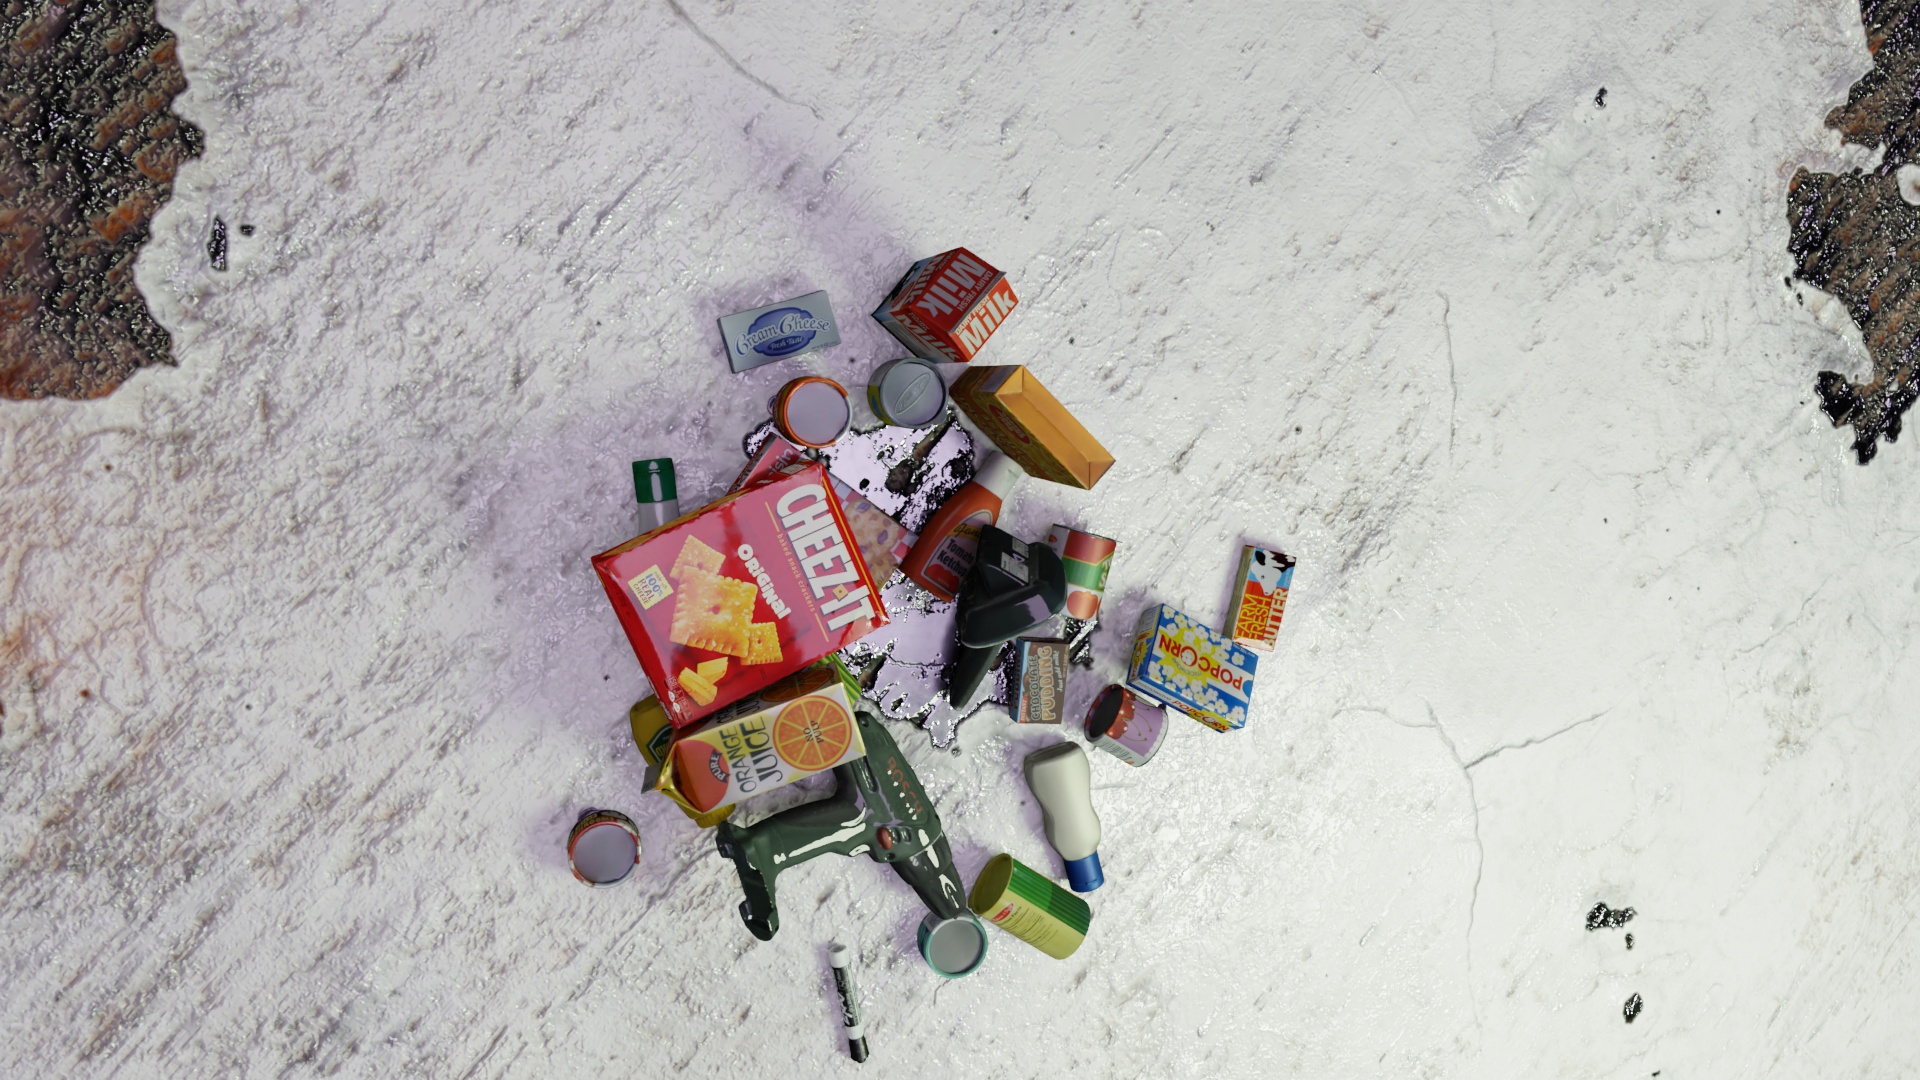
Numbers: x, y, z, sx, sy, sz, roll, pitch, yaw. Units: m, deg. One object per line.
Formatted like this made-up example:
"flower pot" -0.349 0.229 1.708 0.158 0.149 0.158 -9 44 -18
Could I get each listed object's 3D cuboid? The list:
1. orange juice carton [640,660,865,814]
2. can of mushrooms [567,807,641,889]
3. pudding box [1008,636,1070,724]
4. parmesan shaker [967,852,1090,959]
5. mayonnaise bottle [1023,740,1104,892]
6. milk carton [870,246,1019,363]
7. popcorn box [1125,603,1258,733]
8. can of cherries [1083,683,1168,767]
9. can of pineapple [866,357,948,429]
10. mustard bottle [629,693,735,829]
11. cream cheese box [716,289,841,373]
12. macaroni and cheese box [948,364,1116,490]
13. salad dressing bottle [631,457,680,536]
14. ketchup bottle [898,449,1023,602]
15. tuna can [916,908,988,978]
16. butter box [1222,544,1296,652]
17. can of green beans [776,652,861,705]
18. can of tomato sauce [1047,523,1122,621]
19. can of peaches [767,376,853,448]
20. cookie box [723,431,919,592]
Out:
"orange juice carton" -0.187 0.178 1.222 0.193 0.072 0.073 -19 103 -7
"can of mushrooms" -0.327 0.281 1.272 0.071 0.033 0.071 -2 97 -16
"pudding box" 0.078 0.139 1.378 0.050 0.030 0.083 5 94 -16
"parmesan shaker" 0.069 0.366 1.382 0.103 0.071 0.071 34 86 -18
"mayonnaise bottle" 0.110 0.280 1.397 0.065 0.041 0.147 -17 101 -13
"milk carton" -0.011 -0.207 1.233 0.073 0.190 0.072 41 84 -17
"popcorn box" 0.234 0.130 1.402 0.126 0.038 0.085 28 59 -17
"can of cherries" 0.166 0.183 1.391 0.058 0.071 0.071 31 87 -16
"can of pineapple" -0.049 -0.136 1.298 0.071 0.058 0.071 -2 97 -16
"mustard bottle" -0.245 0.213 1.281 0.065 0.049 0.160 -28 103 -8
"cream cheese box" -0.167 -0.192 1.276 0.104 0.024 0.053 -18 99 -14
"macaroni and cheese box" 0.060 -0.106 1.276 0.123 0.166 0.040 44 84 -16
"salad dressing bottle" -0.269 0.000 1.256 0.064 0.044 0.147 -7 97 -14
"ketchup bottle" 0.005 -0.017 1.332 0.064 0.043 0.149 37 84 -38
"tuna can" -0.007 0.401 1.379 0.071 0.033 0.071 -2 96 -16
"butter box" 0.310 0.060 1.441 0.053 0.024 0.103 13 92 -17
"can of green beans" -0.135 0.135 1.297 0.071 0.071 0.057 -36 105 -10
"can of tomato sauce" 0.113 0.032 1.358 0.071 0.071 0.083 14 92 -17
"can of peaches" -0.138 -0.118 1.274 0.071 0.058 0.071 -2 97 -17
"cookie box" -0.142 -0.003 1.295 0.167 0.040 0.123 36 85 -18
